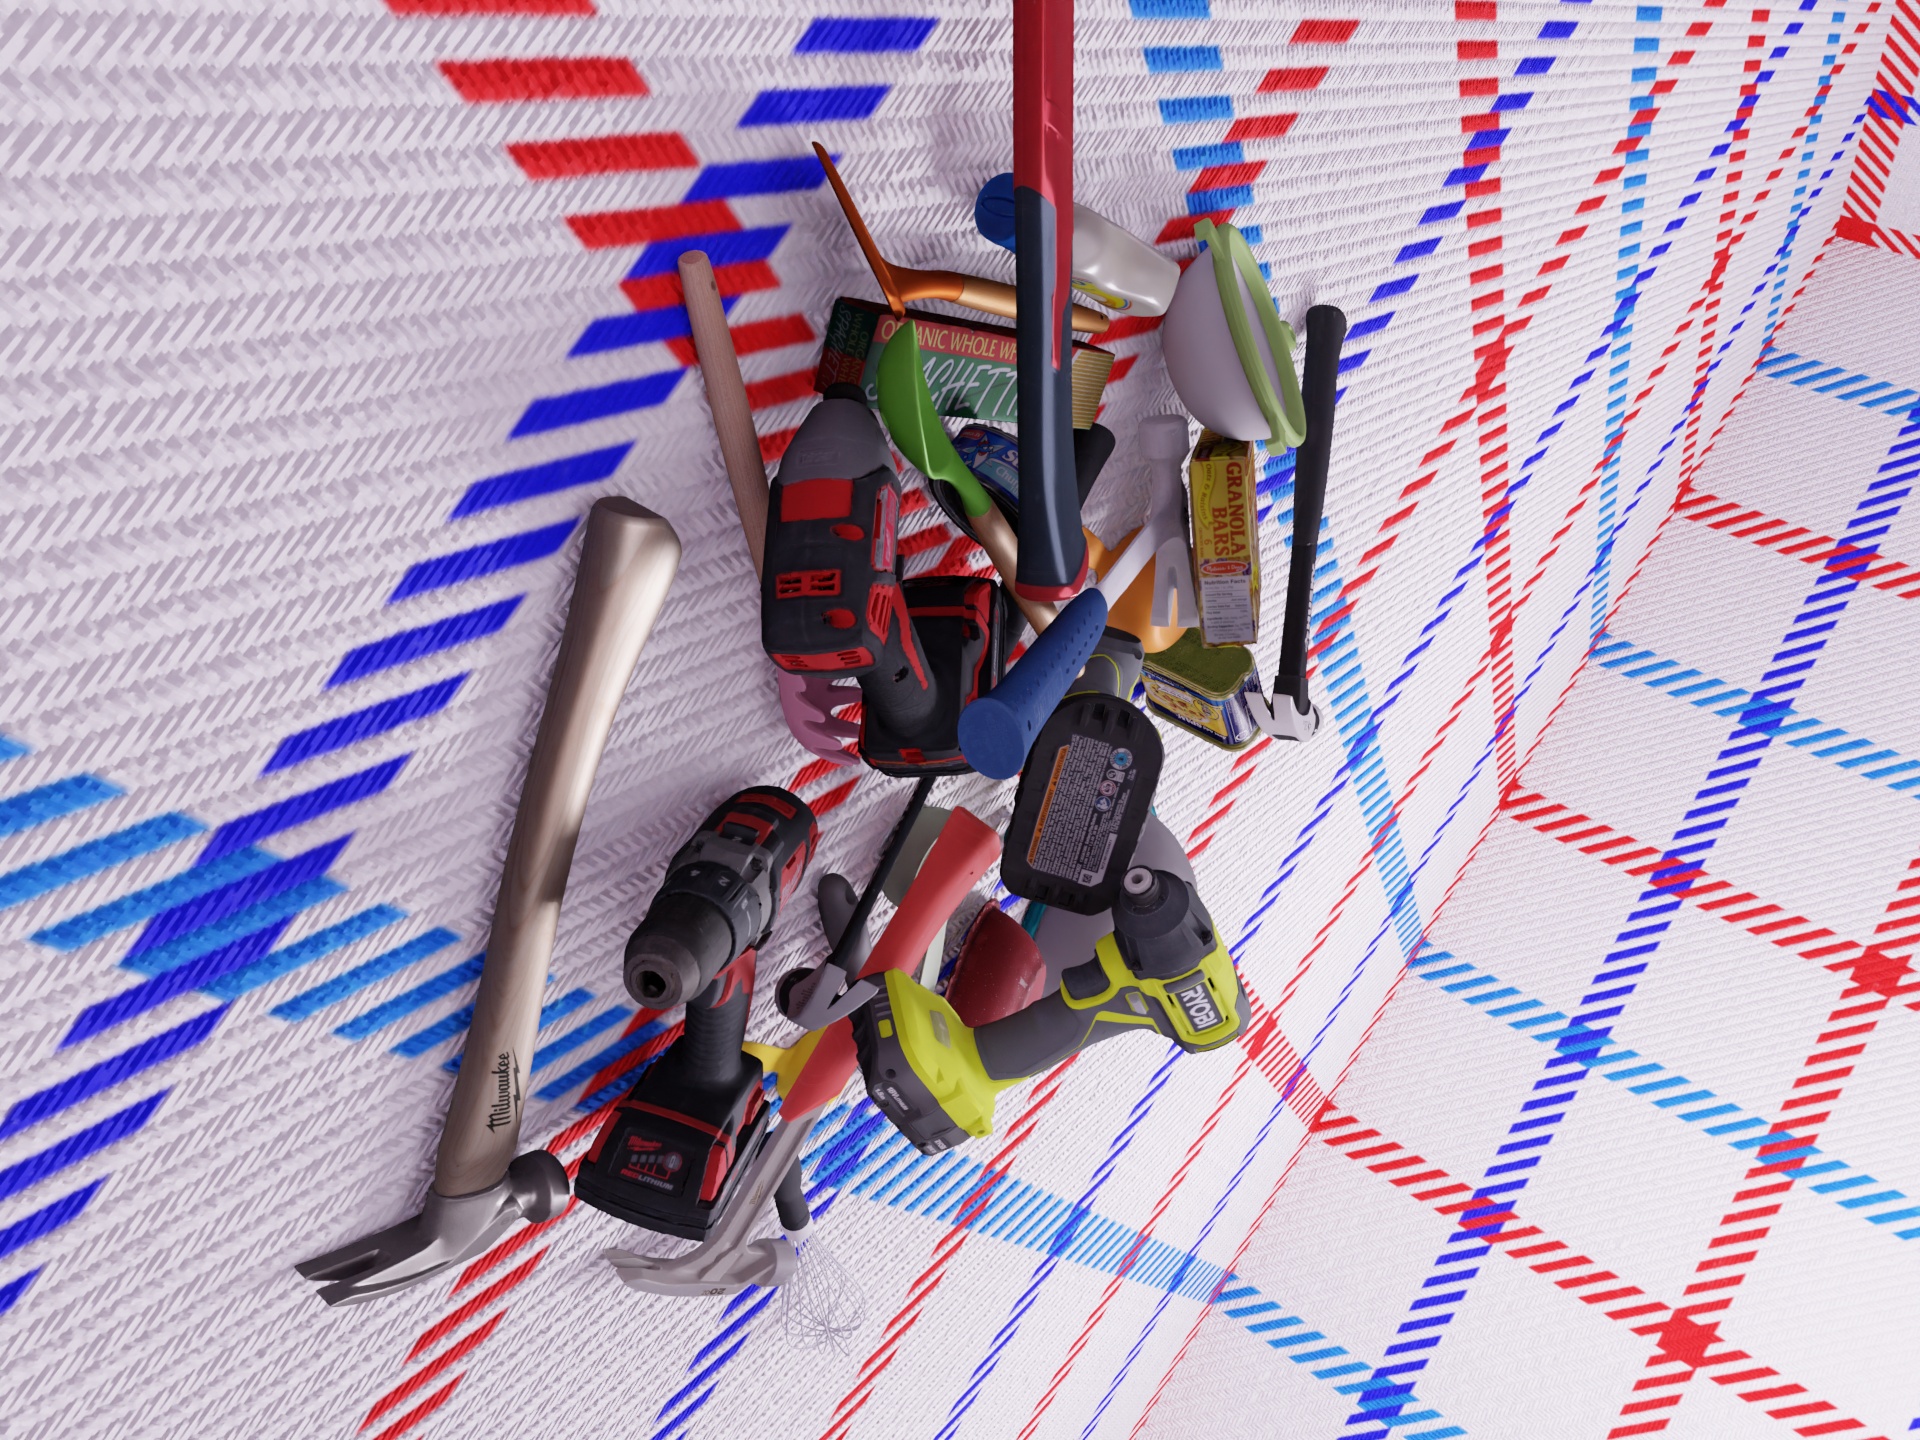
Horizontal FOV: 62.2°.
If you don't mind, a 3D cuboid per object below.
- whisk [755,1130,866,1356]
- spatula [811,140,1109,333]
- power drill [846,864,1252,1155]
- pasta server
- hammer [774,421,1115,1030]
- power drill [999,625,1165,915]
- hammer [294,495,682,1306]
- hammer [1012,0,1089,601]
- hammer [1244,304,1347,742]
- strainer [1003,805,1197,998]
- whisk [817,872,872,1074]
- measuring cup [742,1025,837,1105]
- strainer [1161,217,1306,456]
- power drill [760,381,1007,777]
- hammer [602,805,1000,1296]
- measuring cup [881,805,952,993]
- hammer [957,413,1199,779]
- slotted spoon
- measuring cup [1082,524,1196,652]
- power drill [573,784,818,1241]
[{"bbox_3d":[-0.114,0.387,1.174,0.070,0.070,0.284,-42,142,-33],"label":"whisk"},{"bbox_3d":[0.014,-0.229,0.833,0.041,0.081,0.322,-29,172,29],"label":"spatula"},{"bbox_3d":[0.052,0.170,0.961,0.223,0.080,0.171,-23,137,7],"label":"power drill"},{"bbox_3d":[-0.091,-0.091,0.791,0.315,0.040,0.060,81,13,-47],"label":"pasta server"},{"bbox_3d":[-0.002,-0.003,0.955,0.409,0.036,0.149,-64,-171,-13],"label":"hammer"},{"bbox_3d":[0.073,0.043,1.059,0.228,0.080,0.190,-78,-176,-77],"label":"power drill"},{"bbox_3d":[-0.212,0.092,0.756,0.146,0.038,0.410,-10,123,-55],"label":"hammer"},{"bbox_3d":[0.031,-0.243,0.758,0.143,0.038,0.386,-24,120,-49],"label":"hammer"},{"bbox_3d":[0.265,-0.151,1.225,0.146,0.035,0.335,4,92,-67],"label":"hammer"},{"bbox_3d":[0.121,0.154,1.310,0.211,0.095,0.340,-58,154,-8],"label":"strainer"},{"bbox_3d":[-0.063,0.180,1.080,0.055,0.055,0.238,-45,144,-28],"label":"whisk"},{"bbox_3d":[-0.115,0.230,1.049,0.062,0.029,0.156,-61,154,-1],"label":"measuring cup"},{"bbox_3d":[0.186,-0.254,1.091,0.151,0.069,0.256,70,21,-7],"label":"strainer"},{"bbox_3d":[-0.038,-0.063,0.809,0.219,0.078,0.143,55,35,-64],"label":"power drill"},{"bbox_3d":[-0.085,0.213,1.020,0.149,0.037,0.359,24,98,-49],"label":"hammer"},{"bbox_3d":[-0.029,0.132,1.095,0.083,0.038,0.167,-29,137,-46],"label":"measuring cup"},{"bbox_3d":[0.083,-0.063,0.932,0.405,0.035,0.144,-50,136,-59],"label":"hammer"},{"bbox_3d":[0.018,-0.098,0.847,0.313,0.031,0.070,52,29,-56],"label":"slotted spoon"},{"bbox_3d":[0.125,-0.101,1.129,0.095,0.052,0.173,-63,155,2],"label":"measuring cup"},{"bbox_3d":[-0.141,0.161,0.839,0.188,0.080,0.226,-59,165,-68],"label":"power drill"}]
